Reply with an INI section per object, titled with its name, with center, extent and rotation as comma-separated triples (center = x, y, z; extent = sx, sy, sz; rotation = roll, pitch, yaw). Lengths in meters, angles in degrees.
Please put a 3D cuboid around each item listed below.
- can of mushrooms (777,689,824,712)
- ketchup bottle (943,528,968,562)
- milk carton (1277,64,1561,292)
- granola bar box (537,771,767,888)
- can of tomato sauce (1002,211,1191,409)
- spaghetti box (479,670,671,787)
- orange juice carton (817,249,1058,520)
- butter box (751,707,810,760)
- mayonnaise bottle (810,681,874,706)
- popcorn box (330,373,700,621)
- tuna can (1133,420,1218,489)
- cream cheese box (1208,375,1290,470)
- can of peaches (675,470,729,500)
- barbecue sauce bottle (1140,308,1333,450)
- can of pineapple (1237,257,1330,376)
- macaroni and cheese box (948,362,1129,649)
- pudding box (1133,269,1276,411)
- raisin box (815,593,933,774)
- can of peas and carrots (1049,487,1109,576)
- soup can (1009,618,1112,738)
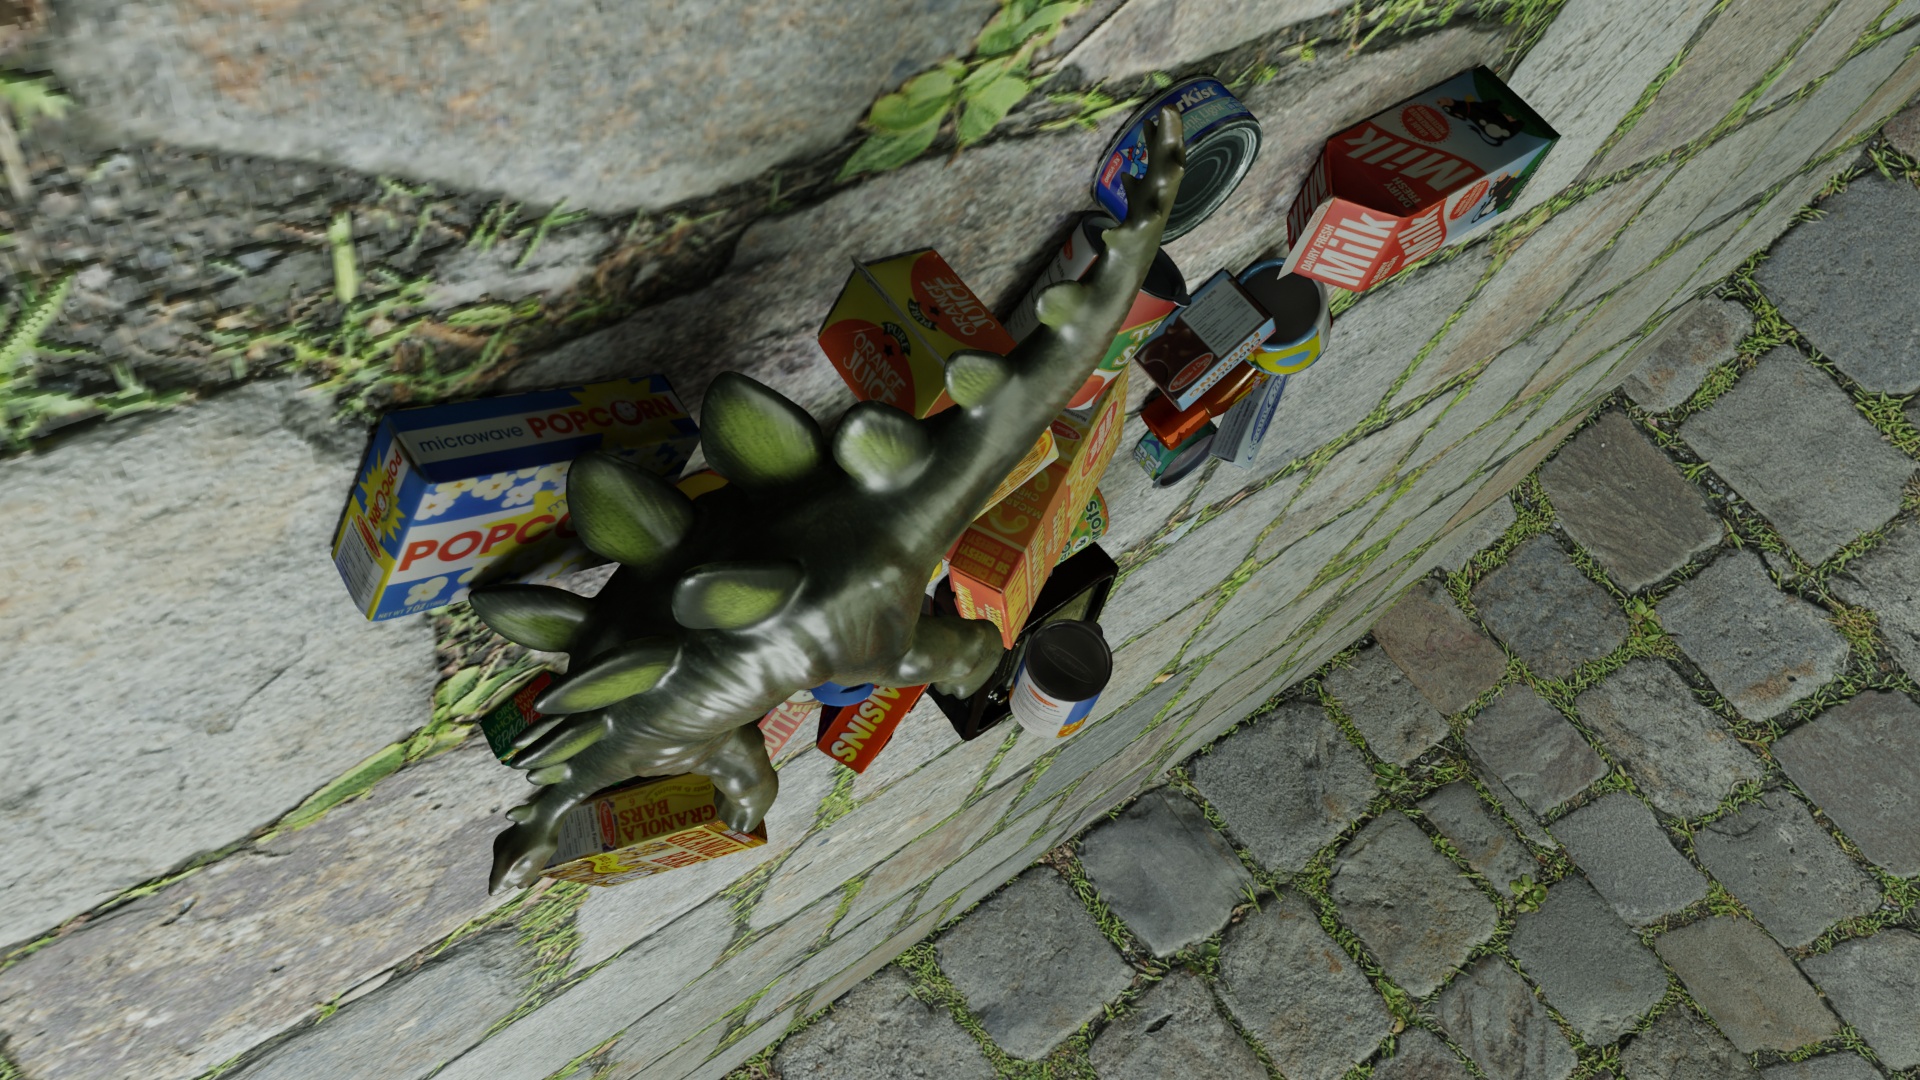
[can of mushrooms]
center = -0.100, 0.074, 0.874
extent = 0.071, 0.071, 0.033
rotation = -24, 159, -36
[ketchup bottle]
center = 0.003, -0.011, 0.908
extent = 0.065, 0.043, 0.148
rotation = -43, 163, -9
[milk carton]
center = 0.278, -0.222, 0.876
extent = 0.191, 0.073, 0.072
rotation = -30, 160, -23
[granola bar box]
center = -0.208, 0.197, 0.942
extent = 0.124, 0.039, 0.165
rotation = -15, 163, -2
[can of tomato sauce]
center = 0.070, -0.119, 0.735
extent = 0.071, 0.071, 0.082
rotation = -15, 151, -50
[spaghetti box]
center = -0.209, 0.123, 0.852
extent = 0.050, 0.029, 0.249
rotation = -38, 162, 0
[orange juice carton]
center = -0.010, -0.075, 0.687
extent = 0.073, 0.072, 0.192
rotation = -38, 162, -1
[butter box]
center = -0.126, 0.119, 0.967
extent = 0.103, 0.024, 0.053
rotation = -50, -165, 33
[mayonnaise bottle]
center = -0.066, 0.019, 0.745
extent = 0.065, 0.041, 0.147
rotation = -15, 121, -25
[popcorn box]
center = -0.176, -0.019, 0.558
extent = 0.127, 0.038, 0.084
rotation = -17, 152, -48
[tuna can]
center = 0.169, -0.073, 1.092
extent = 0.071, 0.033, 0.070
rotation = -34, 161, -13
[cream cheese box]
center = 0.228, -0.107, 1.074
extent = 0.053, 0.024, 0.103
rotation = 8, 106, -63
[can of peaches]
center = -0.121, 0.006, 0.692
extent = 0.071, 0.058, 0.071
rotation = -34, 161, -14
[barbecue sauce bottle]
center = 0.199, -0.125, 1.006
extent = 0.148, 0.044, 0.065
rotation = -39, 168, 2
[can of pineapple]
center = 0.215, -0.151, 0.942
extent = 0.071, 0.071, 0.058
rotation = -40, 161, 5
[macaroni and cheese box]
center = 0.050, -0.027, 0.862
extent = 0.167, 0.040, 0.123
rotation = -61, 167, -16
[pudding box]
center = 0.158, -0.130, 0.906
extent = 0.083, 0.050, 0.030
rotation = -41, 160, 5
[raisin box]
center = -0.055, 0.086, 0.919
extent = 0.086, 0.040, 0.124
rotation = -54, -167, 16
[can of peas and carrots]
center = 0.063, -0.016, 0.967
extent = 0.059, 0.071, 0.070
rotation = -31, 160, -22
[soup can]
center = 0.077, 0.105, 1.059
extent = 0.071, 0.071, 0.083
rotation = -31, 161, -21
